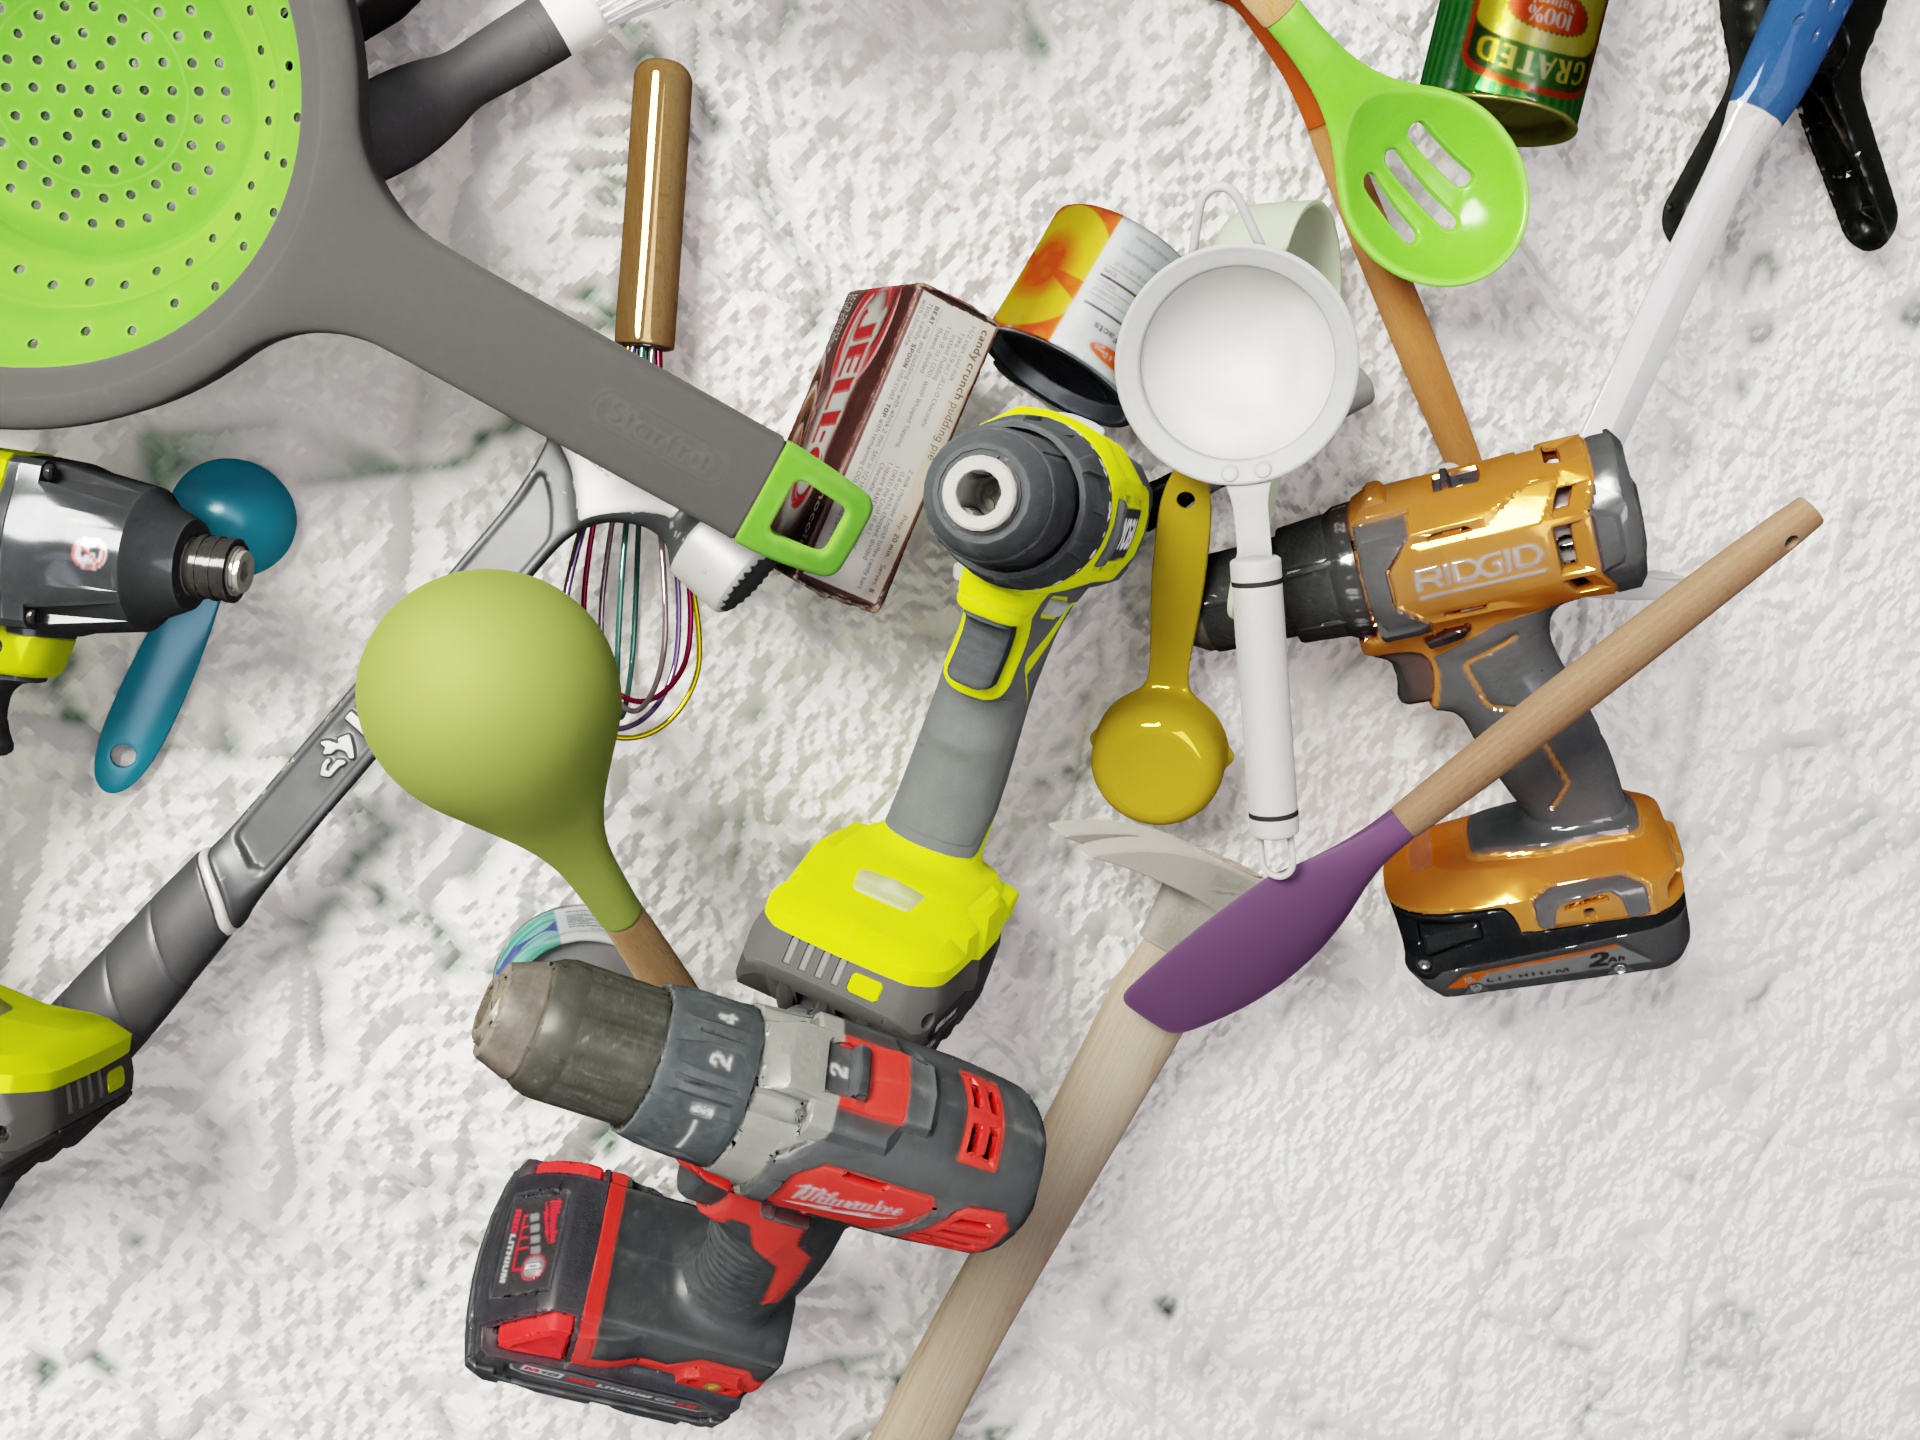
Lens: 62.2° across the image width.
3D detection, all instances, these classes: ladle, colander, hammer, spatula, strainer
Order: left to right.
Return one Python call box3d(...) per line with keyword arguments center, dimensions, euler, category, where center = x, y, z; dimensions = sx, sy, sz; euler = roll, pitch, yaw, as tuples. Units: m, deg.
box3d(center=(-0.250, 0.041, 0.554), dimensions=(0.149, 0.036, 0.409), euler=(42, 93, 1), category="hammer")
box3d(center=(-0.208, -0.157, 0.497), dimensions=(0.397, 0.094, 0.204), euler=(28, 100, -15), category="colander")
box3d(center=(-0.114, 0.076, 0.570), dimensions=(0.078, 0.062, 0.319), euler=(-25, 135, -6), category="ladle")
box3d(center=(0.010, 0.237, 0.685), dimensions=(0.146, 0.038, 0.410), euler=(24, 96, -37), category="hammer")
box3d(center=(0.108, -0.064, 0.590), dimensions=(0.087, 0.050, 0.258), euler=(-2, 103, 18), category="strainer")
box3d(center=(0.162, -0.222, 0.650), dimensions=(0.081, 0.041, 0.322), euler=(-31, 110, -3), category="spatula")
box3d(center=(0.193, 0.025, 0.616), dimensions=(0.316, 0.018, 0.059), euler=(-42, 127, 16), category="spatula")
box3d(center=(0.333, -0.241, 0.669), dimensions=(0.144, 0.035, 0.405), euler=(20, 99, -20), category="hammer")

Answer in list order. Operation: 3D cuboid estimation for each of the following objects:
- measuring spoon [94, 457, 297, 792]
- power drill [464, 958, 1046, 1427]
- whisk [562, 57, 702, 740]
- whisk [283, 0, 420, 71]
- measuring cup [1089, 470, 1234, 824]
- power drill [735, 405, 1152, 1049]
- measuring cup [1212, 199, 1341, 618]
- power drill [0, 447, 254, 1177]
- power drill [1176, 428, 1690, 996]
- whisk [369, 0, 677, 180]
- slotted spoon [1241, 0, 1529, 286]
box3d(center=(-0.274, -0.031, 0.557), dimensions=(0.042, 0.021, 0.128), euler=(25, 92, -21), category="measuring spoon")
box3d(center=(-0.102, 0.164, 0.557), dimensions=(0.187, 0.080, 0.226), euler=(23, 134, -21), category="power drill")
box3d(center=(-0.114, -0.114, 0.583), dimensions=(0.047, 0.051, 0.245), euler=(6, 95, 7), category="whisk")
box3d(center=(-0.117, -0.315, 0.533), dimensions=(0.296, 0.073, 0.073), euler=(-41, 111, -1), category="whisk")
box3d(center=(0.084, -0.026, 0.643), dimensions=(0.062, 0.029, 0.156), euler=(8, 119, 11), category="measuring cup")
box3d(center=(-0.001, -0.002, 0.571), dimensions=(0.080, 0.190, 0.228), euler=(22, 100, 10), category="power drill")
box3d(center=(0.113, -0.124, 0.633), dimensions=(0.083, 0.038, 0.167), euler=(16, 86, -61), category="measuring cup")
box3d(center=(-0.321, 0.024, 0.499), dimensions=(0.171, 0.080, 0.223), euler=(8, 92, -2), category="power drill")
box3d(center=(0.202, 0.004, 0.672), dimensions=(0.185, 0.084, 0.226), euler=(-12, 114, 20), category="power drill")
box3d(center=(-0.106, -0.260, 0.545), dimensions=(0.284, 0.070, 0.070), euler=(-32, 109, -3), category="whisk")
box3d(center=(0.104, -0.284, 0.588), dimensions=(0.070, 0.031, 0.313), euler=(-45, 111, 7), category="slotted spoon")
